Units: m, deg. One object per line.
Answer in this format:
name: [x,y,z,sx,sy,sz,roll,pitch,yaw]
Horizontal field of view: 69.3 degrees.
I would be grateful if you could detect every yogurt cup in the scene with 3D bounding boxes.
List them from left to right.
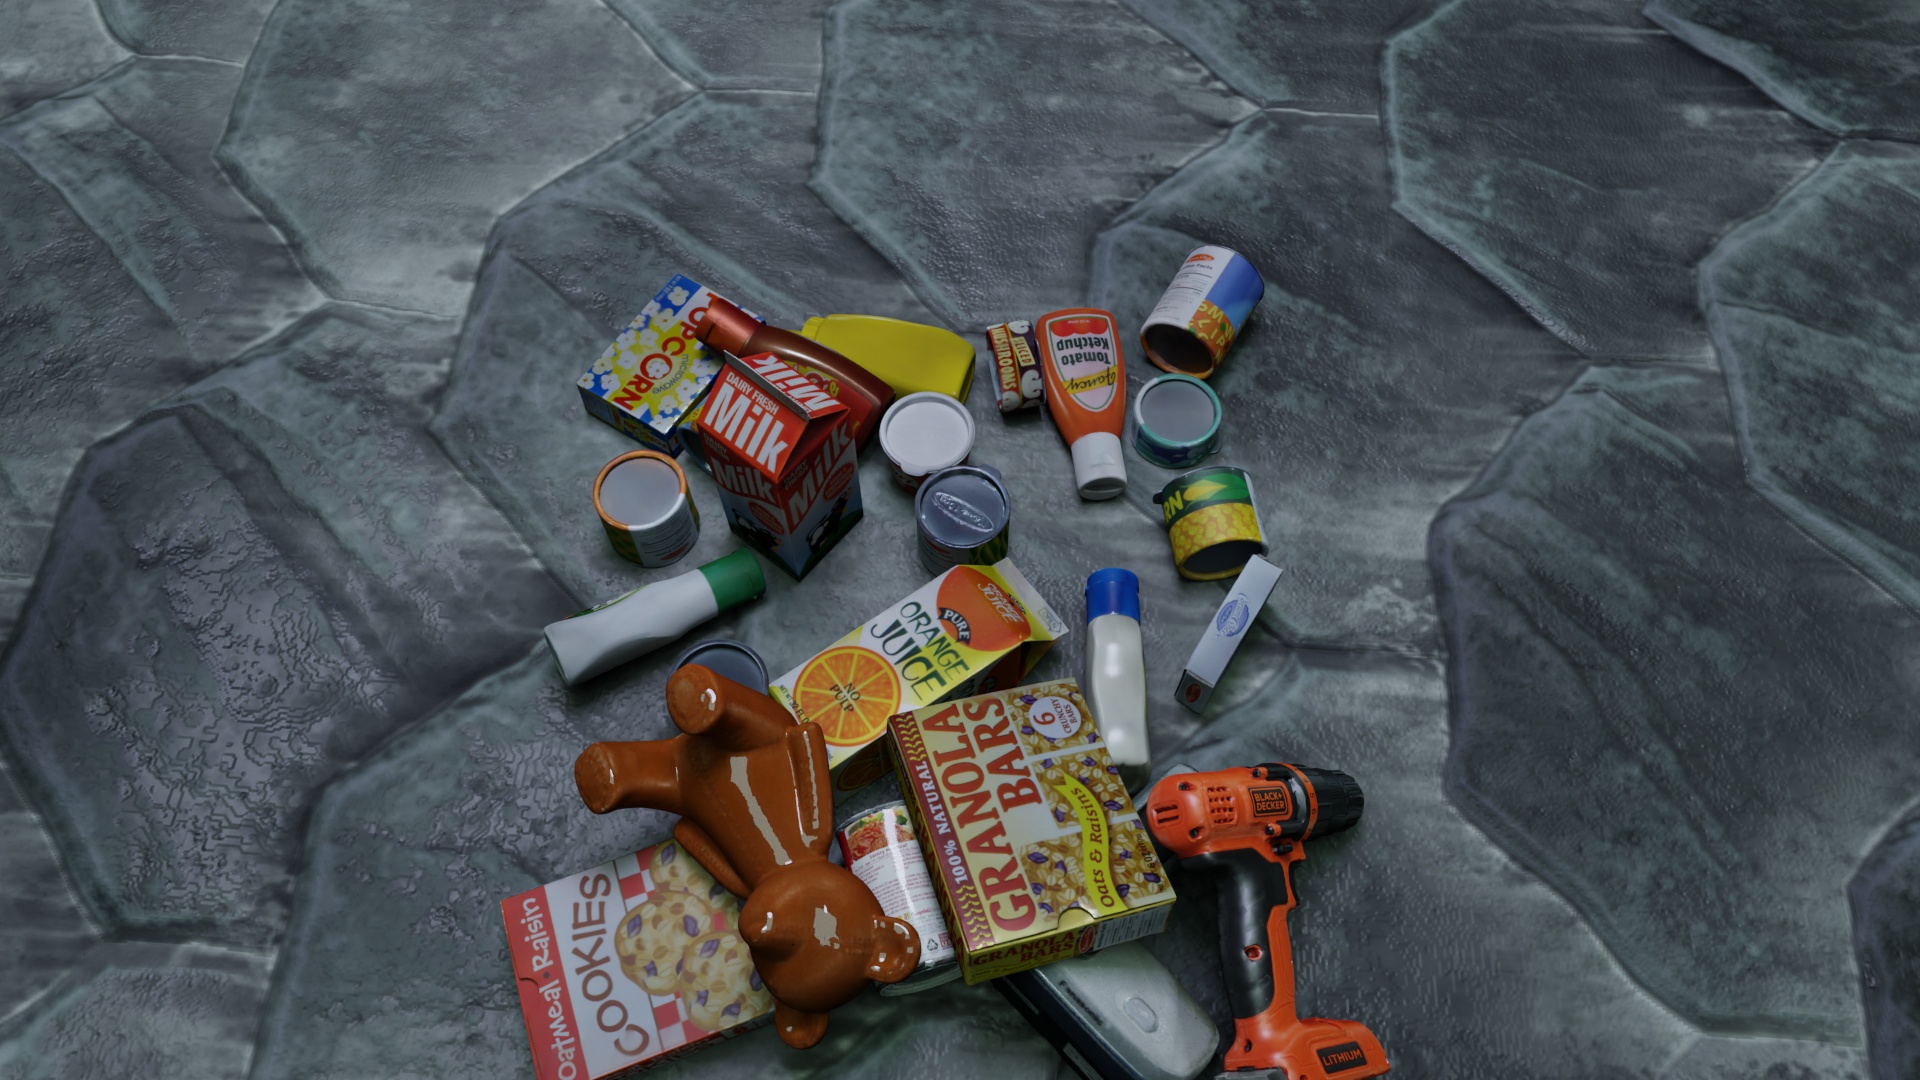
yogurt cup: [-0.024,-0.067,1.012,0.072,0.053,0.073,0,62,0]

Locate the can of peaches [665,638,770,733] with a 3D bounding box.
can of peaches: [-0.157,0.108,0.917,0.071,0.057,0.071,0,63,0]

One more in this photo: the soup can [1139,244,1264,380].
soup can: [0.186,-0.172,1.064,0.071,0.071,0.084,28,67,14]

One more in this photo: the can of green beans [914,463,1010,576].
can of green beans: [0.002,-0.011,0.980,0.071,0.057,0.071,0,62,0]

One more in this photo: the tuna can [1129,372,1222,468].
tuna can: [0.163,-0.089,1.036,0.071,0.032,0.071,0,62,0]

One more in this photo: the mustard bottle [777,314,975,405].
mustard bottle: [-0.070,-0.140,1.054,0.160,0.048,0.065,16,63,9]

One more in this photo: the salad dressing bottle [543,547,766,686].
salad dressing bottle: [-0.206,0.050,0.949,0.148,0.064,0.044,-24,83,-22]

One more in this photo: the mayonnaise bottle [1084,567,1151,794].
mayonnaise bottle: [0.104,0.090,0.926,0.041,0.064,0.149,1,59,1]

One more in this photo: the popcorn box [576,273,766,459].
popcorn box: [-0.217,-0.134,1.056,0.085,0.038,0.127,29,66,13]

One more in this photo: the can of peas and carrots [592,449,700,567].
can of peas and carrots: [-0.224,-0.024,0.987,0.071,0.058,0.071,0,62,0]

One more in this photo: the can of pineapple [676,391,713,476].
can of pineapple: [-0.165,-0.081,1.012,0.071,0.070,0.058,32,67,16]

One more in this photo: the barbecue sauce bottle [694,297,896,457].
barbecue sauce bottle: [-0.124,-0.123,1.019,0.148,0.064,0.044,33,33,0]

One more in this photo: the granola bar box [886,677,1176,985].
granola bar box: [0.037,0.165,0.821,0.124,0.038,0.166,-10,47,-15]

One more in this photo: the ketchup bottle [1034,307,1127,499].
ketchup bottle: [0.095,-0.103,1.037,0.065,0.043,0.149,-4,63,-6]

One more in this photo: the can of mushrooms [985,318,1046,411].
can of mushrooms: [0.041,-0.131,1.037,0.033,0.070,0.071,-10,63,-3]

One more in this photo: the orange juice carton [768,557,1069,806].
orange juice carton: [-0.025,0.085,0.921,0.193,0.072,0.072,-32,66,-16]

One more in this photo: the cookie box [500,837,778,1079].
cookie box: [-0.183,0.251,0.850,0.168,0.040,0.123,-18,64,-10]

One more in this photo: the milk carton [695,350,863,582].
milk carton: [-0.119,-0.056,0.929,0.072,0.189,0.074,35,68,17]

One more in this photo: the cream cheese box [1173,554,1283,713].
cream cheese box: [0.181,0.063,0.944,0.024,0.053,0.104,30,66,13]

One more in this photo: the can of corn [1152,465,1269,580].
can of corn: [0.176,-0.011,0.976,0.071,0.071,0.058,-7,63,-4]
